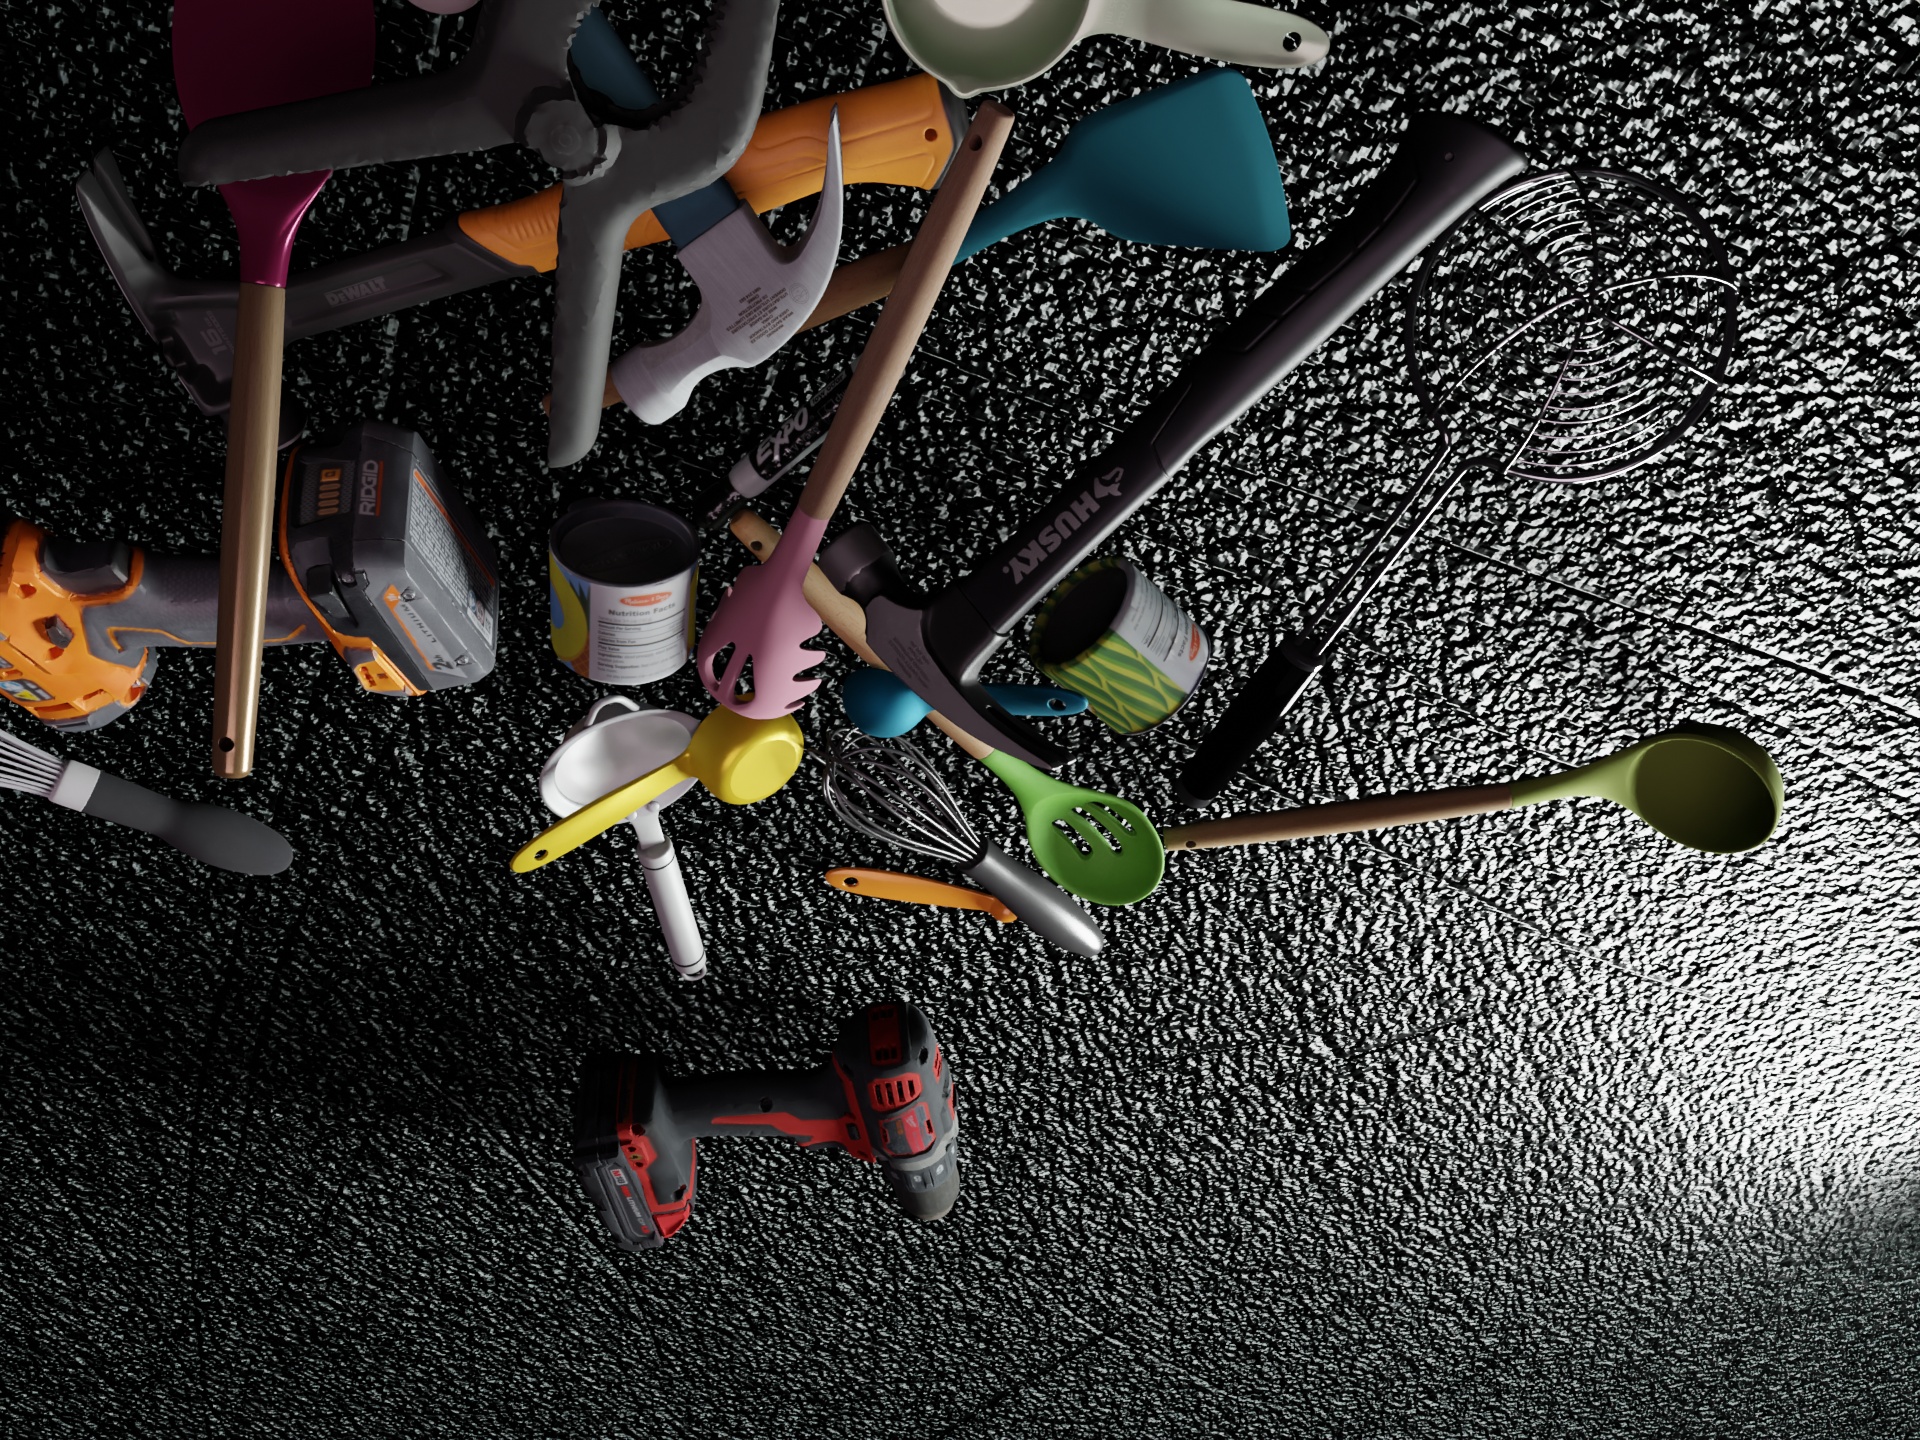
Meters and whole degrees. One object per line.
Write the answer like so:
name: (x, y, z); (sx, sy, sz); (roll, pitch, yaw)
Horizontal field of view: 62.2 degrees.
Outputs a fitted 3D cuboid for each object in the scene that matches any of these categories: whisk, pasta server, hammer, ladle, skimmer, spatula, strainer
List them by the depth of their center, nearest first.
hammer: (-0.156, -0.263, 0.536); (0.128, 0.033, 0.330); (-30, 118, 14)
hammer: (-0.162, -0.200, 0.620); (0.337, 0.034, 0.127); (-13, 131, 7)
spatula: (-0.031, -0.176, 0.643); (0.317, 0.044, 0.082); (-19, 139, 13)
pasta server: (-0.048, -0.112, 0.668); (0.060, 0.040, 0.316); (35, 126, 6)
hammer: (0.095, -0.120, 0.672); (0.334, 0.035, 0.146); (-42, 80, 20)
skimmer: (0.202, -0.083, 0.739); (0.127, 0.090, 0.363); (39, 138, 9)
whisk: (-0.465, 0.019, 0.775); (0.284, 0.070, 0.070); (26, 124, -30)
strainer: (-0.165, 0.063, 0.841); (0.087, 0.050, 0.258); (-19, 138, -13)
ladle: (0.270, 0.052, 0.854); (0.320, 0.062, 0.078); (-8, 128, 6)
whisk: (0.004, 0.072, 0.860); (0.055, 0.055, 0.238); (-33, 130, 22)

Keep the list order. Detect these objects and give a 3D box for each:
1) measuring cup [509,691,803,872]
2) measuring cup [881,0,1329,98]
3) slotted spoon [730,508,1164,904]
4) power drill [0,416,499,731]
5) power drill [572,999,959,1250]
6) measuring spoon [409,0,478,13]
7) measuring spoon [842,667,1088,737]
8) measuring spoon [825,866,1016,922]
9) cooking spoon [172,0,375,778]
measuring cup: (-0.144, 0.039, 0.776); (0.156, 0.029, 0.062); (-31, 145, -24)
measuring cup: (0.052, -0.265, 0.578); (0.167, 0.038, 0.083); (6, 130, -12)
slotted spoon: (-0.001, -0.003, 0.806); (0.070, 0.031, 0.313); (-29, 125, 28)
power drill: (-0.329, -0.063, 0.667); (0.226, 0.084, 0.164); (-6, 155, 2)
power drill: (-0.110, 0.266, 0.998); (0.226, 0.080, 0.187); (-10, 131, 1)
measuring spoon: (-0.164, -0.285, 0.493); (0.034, 0.018, 0.124); (7, 121, -6)
measuring spoon: (-0.001, -0.004, 0.760); (0.129, 0.021, 0.042); (1, 140, 26)
measuring spoon: (-0.020, 0.100, 0.901); (0.117, 0.011, 0.021); (12, 129, -14)
cooking spoon: (-0.259, -0.134, 0.586); (0.068, 0.017, 0.319); (7, 99, -9)
